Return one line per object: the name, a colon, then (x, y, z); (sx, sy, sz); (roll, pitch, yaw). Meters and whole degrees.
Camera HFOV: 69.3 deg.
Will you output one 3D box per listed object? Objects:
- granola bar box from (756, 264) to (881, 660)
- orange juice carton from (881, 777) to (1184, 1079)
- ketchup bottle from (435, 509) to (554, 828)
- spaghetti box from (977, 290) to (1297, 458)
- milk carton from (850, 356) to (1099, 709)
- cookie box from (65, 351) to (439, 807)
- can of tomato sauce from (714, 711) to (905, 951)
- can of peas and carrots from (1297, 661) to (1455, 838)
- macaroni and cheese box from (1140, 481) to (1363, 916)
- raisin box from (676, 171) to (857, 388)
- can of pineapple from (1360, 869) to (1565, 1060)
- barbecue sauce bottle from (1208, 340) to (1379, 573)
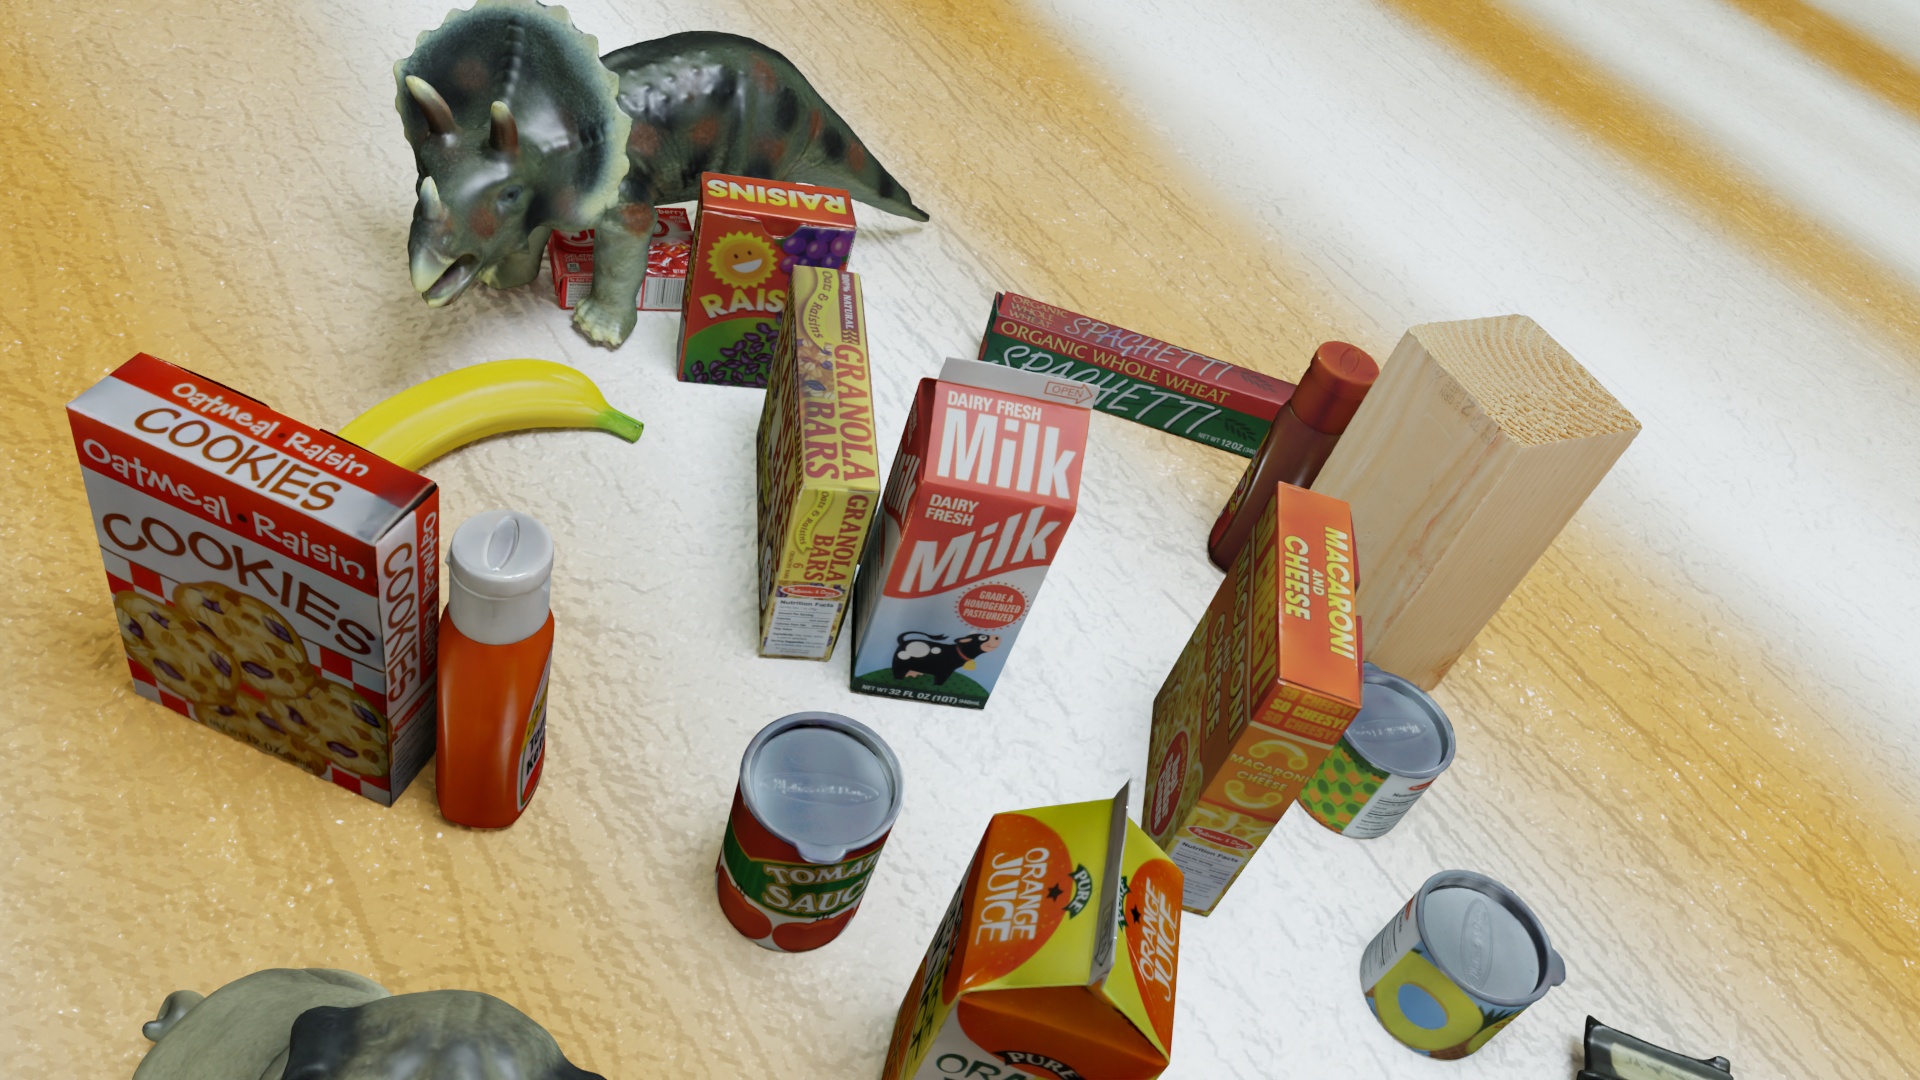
granola bar box: (-0.075, -0.041, 0.707); (0.039, 0.123, 0.166); (6, 45, -15)
orange juice carton: (0.025, 0.164, 0.491); (0.073, 0.191, 0.072); (18, 43, -2)
ketchup bottle: (-0.187, 0.051, 0.557); (0.043, 0.148, 0.065); (10, 44, -11)
spaghetti box: (0.134, -0.098, 0.895); (0.250, 0.049, 0.029); (17, 43, -3)
milk carton: (0.002, -0.008, 0.655); (0.072, 0.189, 0.074); (9, 44, -12)
cookie box: (-0.268, 0.021, 0.543); (0.123, 0.166, 0.040); (23, 43, 3)
can of tomato sauce: (-0.064, 0.124, 0.577); (0.071, 0.082, 0.071); (11, 44, -10)
can of peas and carrots: (0.207, 0.107, 0.711); (0.071, 0.058, 0.071); (11, 44, -10)
macaroni and cheese box: (0.130, 0.074, 0.638); (0.040, 0.165, 0.124); (17, 43, -3)
raisin box: (-0.114, -0.145, 0.797); (0.086, 0.122, 0.040); (4, 46, -17)
can of pineapple: (0.226, 0.195, 0.632); (0.071, 0.057, 0.071); (11, 44, -10)
barbecue sauce bottle: (0.190, -0.046, 0.792); (0.044, 0.147, 0.065); (28, 44, 8)
